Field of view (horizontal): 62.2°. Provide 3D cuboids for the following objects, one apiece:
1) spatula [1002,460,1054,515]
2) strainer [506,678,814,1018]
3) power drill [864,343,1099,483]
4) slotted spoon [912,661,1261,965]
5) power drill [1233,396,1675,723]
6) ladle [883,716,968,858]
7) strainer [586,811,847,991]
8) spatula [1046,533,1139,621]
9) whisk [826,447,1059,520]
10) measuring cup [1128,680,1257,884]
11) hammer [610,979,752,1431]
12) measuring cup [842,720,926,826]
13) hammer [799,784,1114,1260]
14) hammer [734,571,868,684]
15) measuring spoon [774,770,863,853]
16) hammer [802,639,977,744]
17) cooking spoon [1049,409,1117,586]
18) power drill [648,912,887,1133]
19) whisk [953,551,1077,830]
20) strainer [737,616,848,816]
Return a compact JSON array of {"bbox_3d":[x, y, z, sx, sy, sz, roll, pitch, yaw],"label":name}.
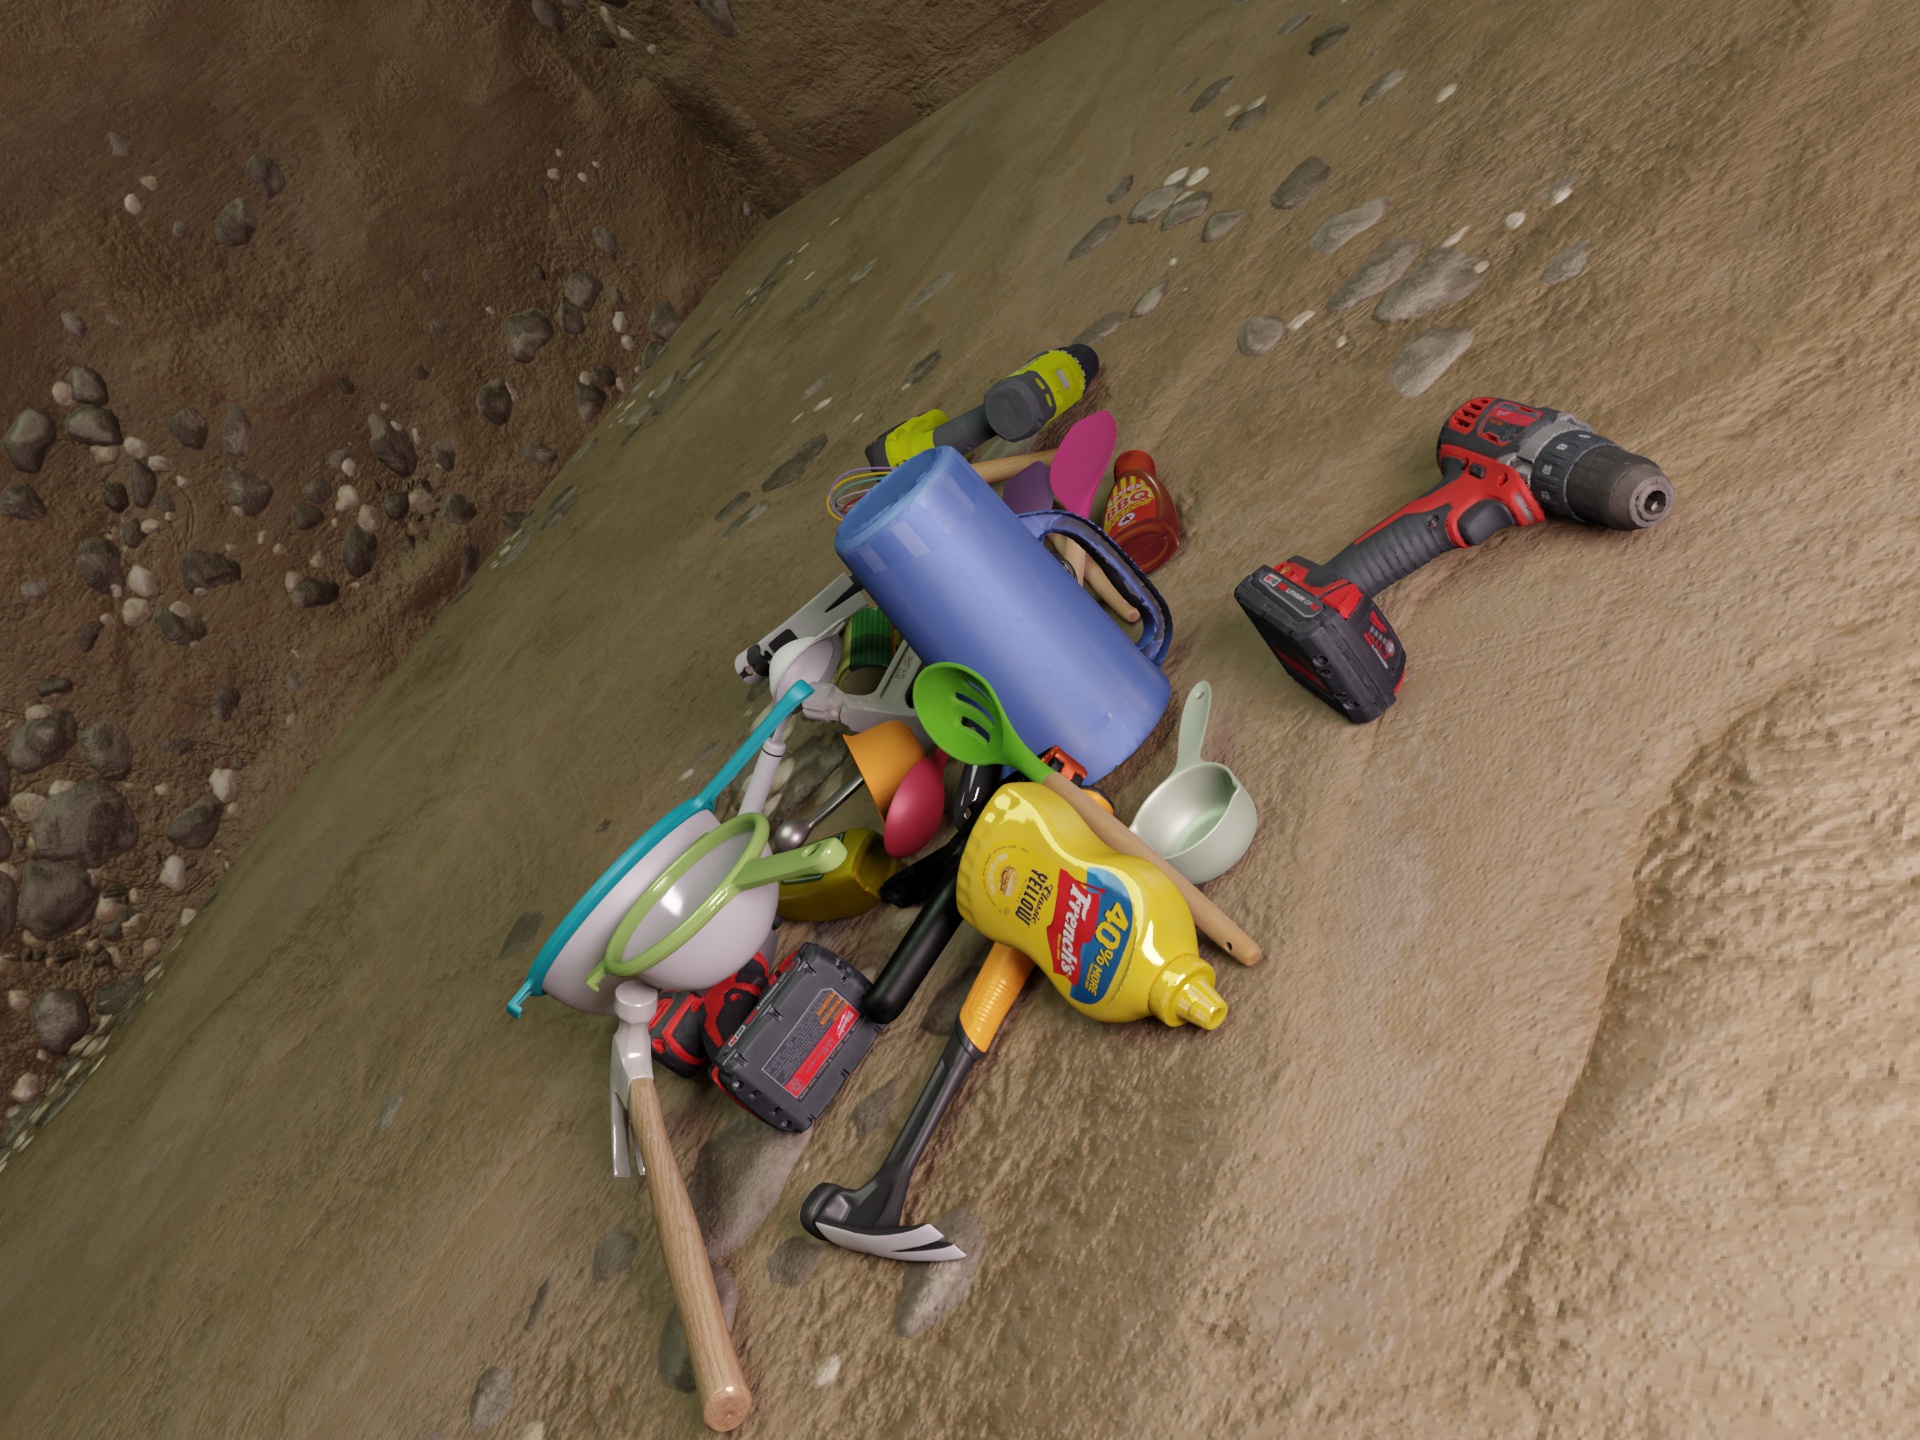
[{"bbox_3d":[0.059,-0.111,1.321,0.060,0.018,0.316,-30,40,30],"label":"spatula"},{"bbox_3d":[-0.202,0.120,1.269,0.340,0.095,0.211,-49,-4,13],"label":"strainer"},{"bbox_3d":[0.030,-0.313,1.646,0.228,0.080,0.190,-22,15,37],"label":"power drill"},{"bbox_3d":[0.071,0.054,0.981,0.031,0.070,0.314,-15,39,-34],"label":"slotted spoon"},{"bbox_3d":[0.299,-0.102,0.967,0.226,0.080,0.188,-40,26,1],"label":"power drill"},{"bbox_3d":[-0.002,-0.004,1.217,0.031,0.069,0.316,7,36,11],"label":"ladle"},{"bbox_3d":[-0.141,0.127,1.081,0.256,0.069,0.151,-20,27,48],"label":"strainer"},{"bbox_3d":[0.089,-0.147,1.376,0.082,0.044,0.318,-13,32,-12],"label":"spatula"},{"bbox_3d":[-0.015,-0.232,1.568,0.245,0.051,0.047,-9,38,12],"label":"whisk"},{"bbox_3d":[0.154,0.037,1.007,0.083,0.038,0.168,-27,28,31],"label":"measuring cup"},{"bbox_3d":[-0.187,0.317,1.029,0.332,0.031,0.130,-127,41,-55],"label":"hammer"},{"bbox_3d":[-0.051,0.042,1.268,0.052,0.095,0.173,-25,4,-3],"label":"measuring cup"},{"bbox_3d":[0.021,0.176,0.991,0.127,0.034,0.337,-11,40,50],"label":"hammer"},{"bbox_3d":[-0.082,-0.147,1.521,0.146,0.035,0.335,-32,10,38],"label":"hammer"},{"bbox_3d":[-0.115,0.067,1.370,0.124,0.018,0.034,-42,25,1],"label":"measuring spoon"},{"bbox_3d":[-0.011,-0.098,1.410,0.149,0.036,0.359,8,37,13],"label":"hammer"},{"bbox_3d":[0.094,-0.138,1.305,0.069,0.017,0.319,-20,46,34],"label":"cooking spoon"},{"bbox_3d":[-0.147,0.205,1.148,0.143,0.078,0.220,-52,24,-18],"label":"power drill"},{"bbox_3d":[0.039,-0.024,1.216,0.055,0.055,0.239,-5,61,53],"label":"whisk"},{"bbox_3d":[-0.161,0.015,1.377,0.087,0.050,0.258,-16,-47,-60],"label":"strainer"}]
